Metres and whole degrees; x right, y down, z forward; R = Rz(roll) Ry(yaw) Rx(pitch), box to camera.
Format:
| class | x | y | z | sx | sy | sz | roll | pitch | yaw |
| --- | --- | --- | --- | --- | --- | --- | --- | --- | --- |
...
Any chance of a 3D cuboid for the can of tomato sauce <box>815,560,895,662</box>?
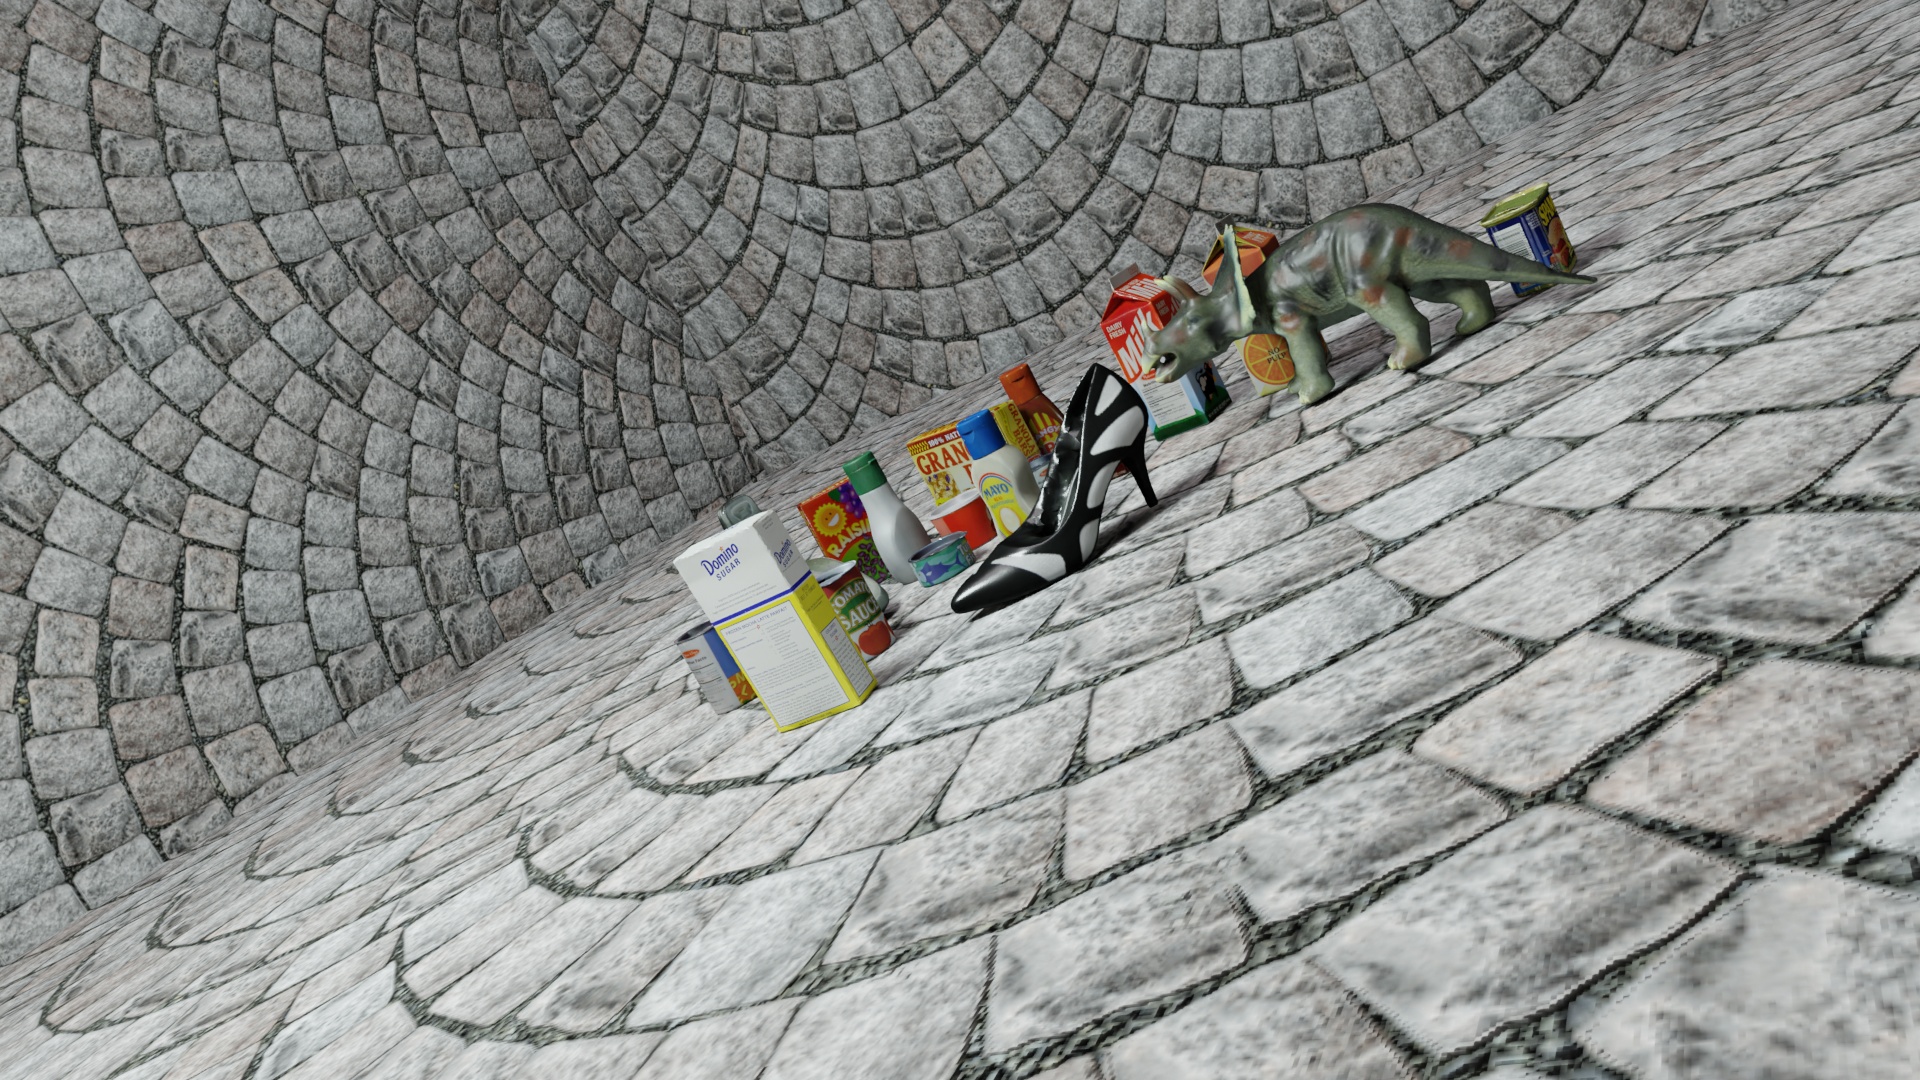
| class | x | y | z | sx | sy | sz | roll | pitch | yaw |
| --- | --- | --- | --- | --- | --- | --- | --- | --- | --- |
| can of tomato sauce | -0.106 | 0.071 | 1.290 | 0.071 | 0.083 | 0.071 | -27 | 10 | 5 |

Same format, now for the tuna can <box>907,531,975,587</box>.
| class | x | y | z | sx | sy | sz | roll | pitch | yaw |
| --- | --- | --- | --- | --- | --- | --- | --- | --- | --- |
| tuna can | -0.017 | 0.019 | 1.457 | 0.071 | 0.032 | 0.071 | -27 | 10 | 5 |

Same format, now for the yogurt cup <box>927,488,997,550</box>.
| class | x | y | z | sx | sy | sz | roll | pitch | yaw |
| --- | --- | --- | --- | --- | --- | --- | --- | --- | --- |
| yogurt cup | 0.005 | -0.019 | 1.529 | 0.072 | 0.054 | 0.072 | -27 | 10 | 5 |

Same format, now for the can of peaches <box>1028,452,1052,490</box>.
| class | x | y | z | sx | sy | sz | roll | pitch | yaw |
| --- | --- | --- | --- | --- | --- | --- | --- | --- | --- |
| can of peaches | 0.086 | -0.054 | 1.478 | 0.071 | 0.058 | 0.071 | -27 | 10 | 5 |

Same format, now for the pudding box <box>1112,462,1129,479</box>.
| class | x | y | z | sx | sy | sz | roll | pitch | yaw |
| --- | --- | --- | --- | --- | --- | --- | --- | --- | --- |
| pudding box | 0.139 | -0.084 | 1.512 | 0.083 | 0.049 | 0.030 | -23 | 11 | 26 |

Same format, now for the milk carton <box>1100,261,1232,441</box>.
| class | x | y | z | sx | sy | sz | roll | pitch | yaw |
| --- | --- | --- | --- | --- | --- | --- | --- | --- | --- |
| milk carton | 0.222 | -0.216 | 1.554 | 0.073 | 0.190 | 0.073 | -20 | 13 | 40 |

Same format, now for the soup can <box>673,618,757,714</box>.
| class | x | y | z | sx | sy | sz | roll | pitch | yaw |
| --- | --- | --- | --- | --- | --- | --- | --- | --- | --- |
| soup can | -0.232 | 0.119 | 1.378 | 0.071 | 0.083 | 0.071 | -27 | 10 | 5 |

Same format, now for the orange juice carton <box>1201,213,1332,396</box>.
| class | x | y | z | sx | sy | sz | roll | pitch | yaw |
| --- | --- | --- | --- | --- | --- | --- | --- | --- | --- |
| orange juice carton | 0.325 | -0.262 | 1.505 | 0.073 | 0.192 | 0.072 | -22 | 11 | 33 |

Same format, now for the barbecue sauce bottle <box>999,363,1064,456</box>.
| class | x | y | z | sx | sy | sz | roll | pitch | yaw |
| --- | --- | --- | --- | --- | --- | --- | --- | --- | --- |
| barbecue sauce bottle | 0.092 | -0.126 | 1.564 | 0.065 | 0.148 | 0.044 | -27 | 10 | 4 |

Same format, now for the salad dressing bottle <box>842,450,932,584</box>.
| class | x | y | z | sx | sy | sz | roll | pitch | yaw |
| --- | --- | --- | --- | --- | --- | --- | --- | --- | --- |
| salad dressing bottle | -0.078 | -0.026 | 1.512 | 0.044 | 0.147 | 0.064 | -20 | 12 | 39 |

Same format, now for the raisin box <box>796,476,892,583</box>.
| class | x | y | z | sx | sy | sz | roll | pitch | yaw |
| --- | --- | --- | --- | --- | --- | --- | --- | --- | --- |
| raisin box | -0.123 | -0.007 | 1.608 | 0.086 | 0.123 | 0.040 | -30 | 10 | -9 |

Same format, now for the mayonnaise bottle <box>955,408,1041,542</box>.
| class | x | y | z | sx | sy | sz | roll | pitch | yaw |
| --- | --- | --- | --- | --- | --- | --- | --- | --- | --- |
| mayonnaise bottle | 0.044 | -0.052 | 1.323 | 0.064 | 0.148 | 0.041 | -19 | 13 | 44 |

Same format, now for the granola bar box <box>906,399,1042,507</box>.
| class | x | y | z | sx | sy | sz | roll | pitch | yaw |
| --- | --- | --- | --- | --- | --- | --- | --- | --- | --- |
| granola bar box | 0.024 | -0.081 | 1.587 | 0.039 | 0.124 | 0.165 | -36 | 12 | -38 |
